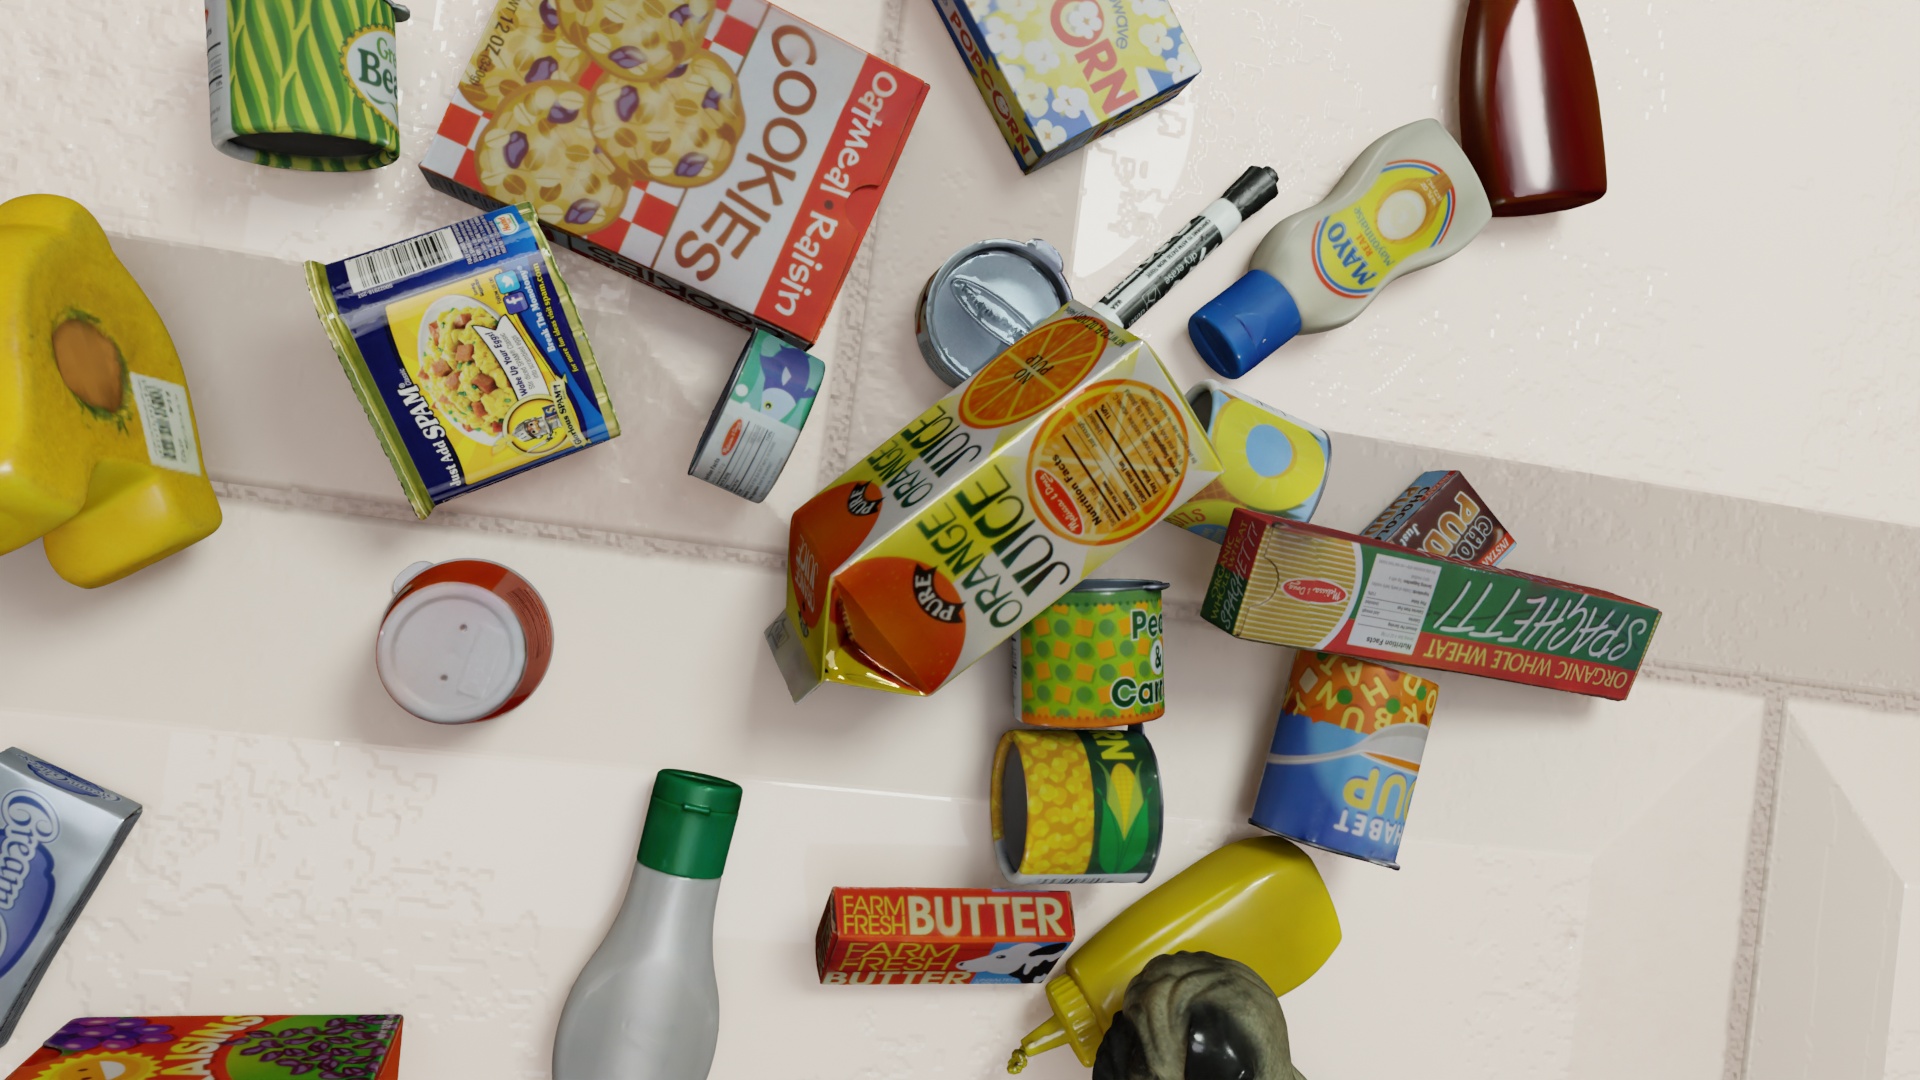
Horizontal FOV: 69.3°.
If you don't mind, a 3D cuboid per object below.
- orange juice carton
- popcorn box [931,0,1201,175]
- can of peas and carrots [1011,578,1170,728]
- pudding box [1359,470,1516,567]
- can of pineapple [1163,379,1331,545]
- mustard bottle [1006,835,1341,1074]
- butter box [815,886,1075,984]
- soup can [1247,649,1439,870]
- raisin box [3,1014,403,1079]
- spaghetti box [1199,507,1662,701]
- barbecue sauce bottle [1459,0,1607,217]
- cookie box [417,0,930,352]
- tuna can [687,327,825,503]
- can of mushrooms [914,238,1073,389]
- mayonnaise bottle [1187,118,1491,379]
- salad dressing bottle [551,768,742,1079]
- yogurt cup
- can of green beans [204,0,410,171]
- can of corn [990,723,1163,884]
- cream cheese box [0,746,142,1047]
[{"bbox_3d":[0.002,-0.007,0.565,0.193,0.072,0.073,-37,119,-1],"label":"orange juice carton"},{"bbox_3d":[0.038,-0.238,0.608,0.085,0.038,0.126,-30,97,-12],"label":"popcorn box"},{"bbox_3d":[0.057,0.047,0.597,0.071,0.071,0.058,-2,92,-13],"label":"can of peas and carrots"},{"bbox_3d":[0.213,0.012,0.653,0.084,0.030,0.049,-41,100,-10],"label":"pudding box"},{"bbox_3d":[0.120,-0.029,0.613,0.058,0.071,0.071,23,85,-11],"label":"can of pineapple"},{"bbox_3d":[0.089,0.190,0.614,0.160,0.049,0.065,-25,102,-12],"label":"mustard bottle"},{"bbox_3d":[-0.008,0.168,0.590,0.103,0.052,0.024,4,51,-13],"label":"butter box"},{"bbox_3d":[0.175,0.097,0.624,0.071,0.071,0.084,17,86,-13],"label":"soup can"},{"bbox_3d":[-0.277,0.207,0.510,0.123,0.086,0.040,3,91,-13],"label":"raisin box"},{"bbox_3d":[0.217,0.033,0.618,0.250,0.029,0.050,11,102,-29],"label":"spaghetti box"},{"bbox_3d":[0.267,-0.231,0.660,0.065,0.043,0.148,-7,91,-13],"label":"barbecue sauce bottle"},{"bbox_3d":[-0.114,-0.167,0.572,0.167,0.040,0.123,24,85,-12],"label":"cookie box"},{"bbox_3d":[-0.083,-0.052,0.568,0.033,0.071,0.071,25,85,-13],"label":"tuna can"},{"bbox_3d":[0.016,-0.098,0.606,0.071,0.033,0.071,0,90,-12],"label":"can of mushrooms"},{"bbox_3d":[0.172,-0.130,0.638,0.148,0.041,0.064,-37,100,-11],"label":"mayonnaise bottle"},{"bbox_3d":[-0.124,0.169,0.568,0.064,0.044,0.147,14,86,-11],"label":"salad dressing bottle"},{"bbox_3d":[-0.196,0.041,0.545,0.072,0.054,0.072,0,91,-14],"label":"yogurt cup"},{"bbox_3d":[-0.248,-0.176,0.527,0.071,0.071,0.058,-2,91,-13],"label":"can of green beans"},{"bbox_3d":[0.048,0.111,0.596,0.058,0.071,0.071,2,90,-13],"label":"can of corn"},{"bbox_3d":[-0.362,0.136,0.522,0.053,0.024,0.104,29,84,-13],"label":"cream cheese box"}]
